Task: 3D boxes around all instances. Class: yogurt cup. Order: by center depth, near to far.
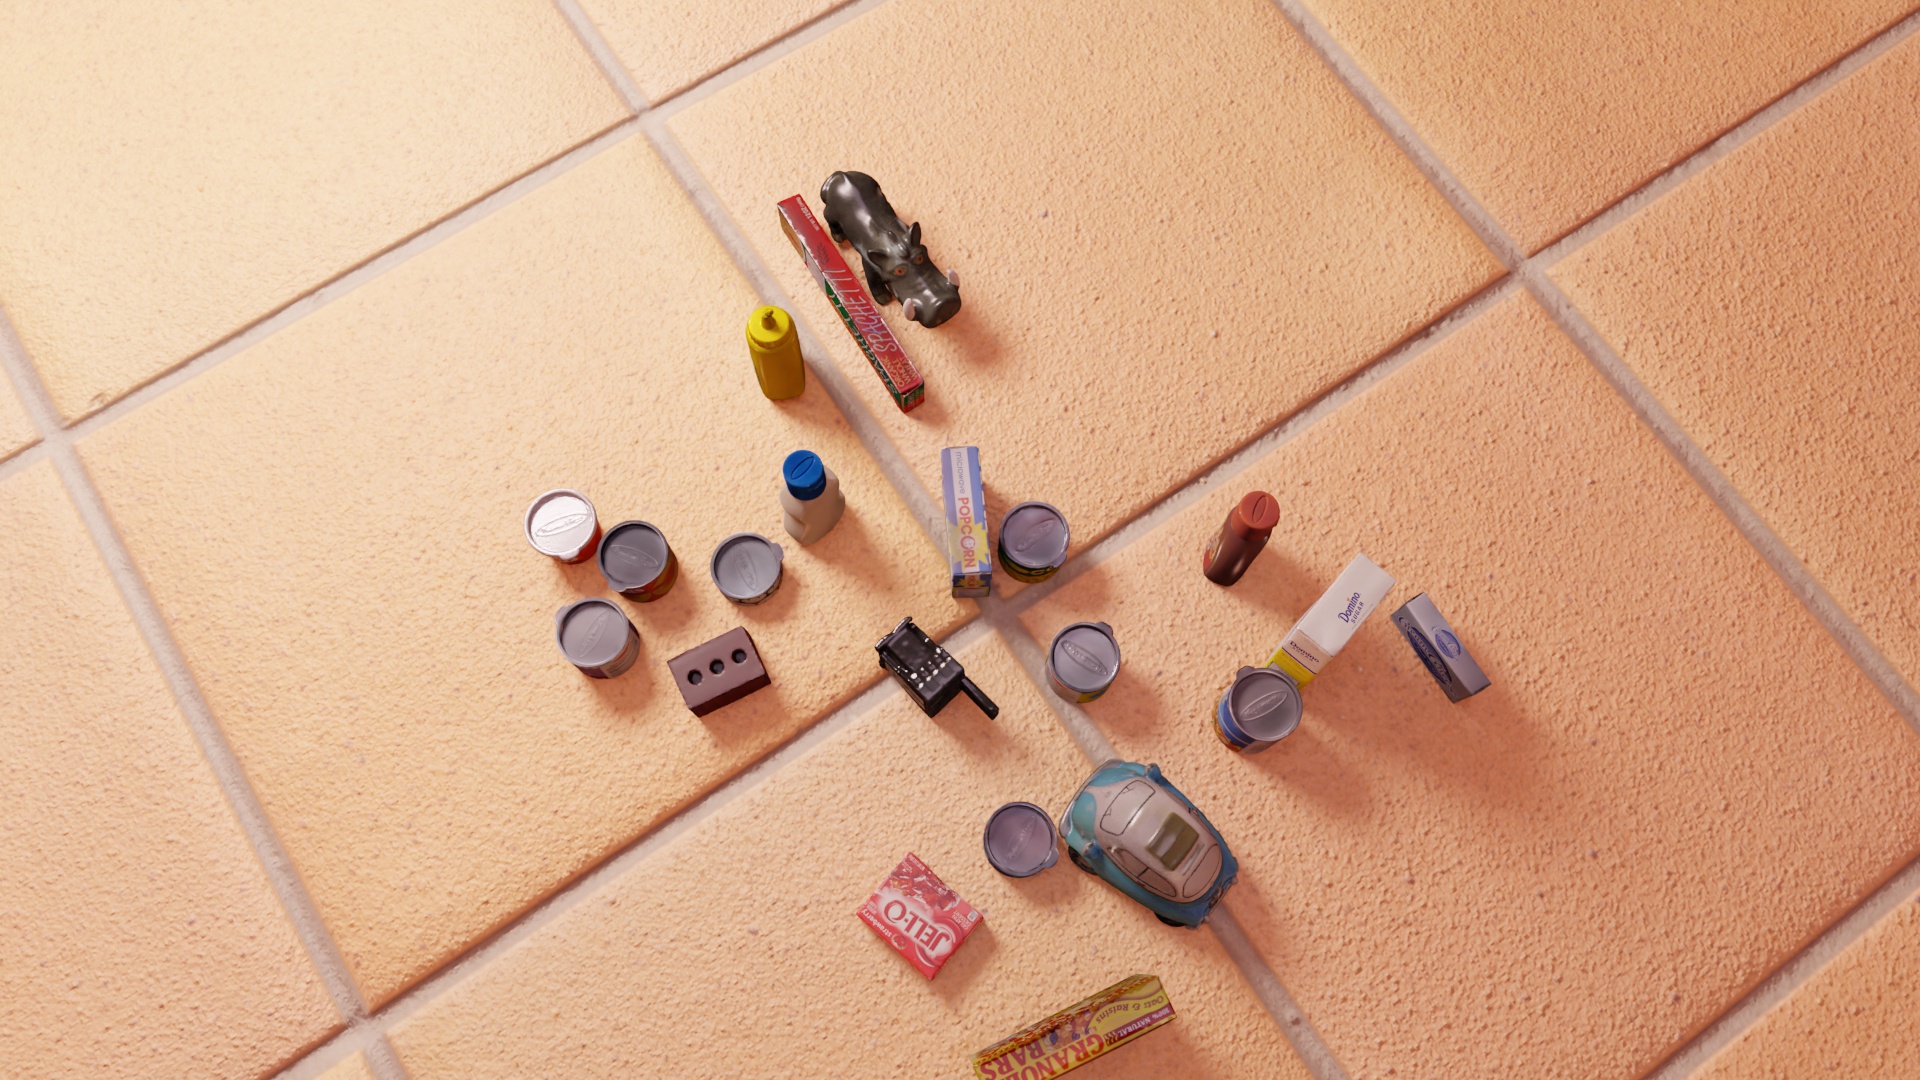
[{"bbox_3d":[-0.374,-0.010,1.318,0.072,0.053,0.072,0,73,-1],"label":"yogurt cup"}]

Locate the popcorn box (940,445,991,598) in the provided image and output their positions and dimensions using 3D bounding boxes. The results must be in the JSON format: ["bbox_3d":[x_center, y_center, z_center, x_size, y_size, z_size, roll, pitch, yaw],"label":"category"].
[{"bbox_3d":[0.005,-0.016,1.312,0.038,0.085,0.127,-5,73,-3],"label":"popcorn box"}]

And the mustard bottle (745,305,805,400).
[{"bbox_3d":[-0.178,-0.187,1.323,0.049,0.159,0.065,-12,74,-5],"label":"mustard bottle"}]

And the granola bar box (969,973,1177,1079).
[{"bbox_3d":[0.091,0.415,1.157,0.166,0.124,0.039,-23,75,-8],"label":"granola bar box"}]

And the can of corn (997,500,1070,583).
[{"bbox_3d":[0.070,0.004,1.321,0.071,0.058,0.071,0,73,-1],"label":"can of corn"}]

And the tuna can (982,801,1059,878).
[{"bbox_3d":[0.055,0.271,1.250,0.071,0.032,0.071,0,72,-1],"label":"tuna can"}]

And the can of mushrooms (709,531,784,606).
[{"bbox_3d":[-0.200,0.027,1.321,0.071,0.033,0.071,0,72,-1],"label":"can of mushrooms"}]

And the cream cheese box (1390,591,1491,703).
[{"bbox_3d":[0.448,0.102,1.301,0.024,0.053,0.104,-30,76,-10],"label":"cream cheese box"}]

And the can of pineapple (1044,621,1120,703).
[{"bbox_3d":[0.114,0.113,1.288,0.071,0.057,0.071,0,73,-1],"label":"can of pineapple"}]

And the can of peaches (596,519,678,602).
[{"bbox_3d":[-0.304,0.023,1.307,0.071,0.058,0.071,0,73,-1],"label":"can of peaches"}]

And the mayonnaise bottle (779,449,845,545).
[{"bbox_3d":[-0.139,-0.043,1.285,0.041,0.147,0.065,41,76,10],"label":"mayonnaise bottle"}]

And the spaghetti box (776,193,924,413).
[{"bbox_3d":[-0.110,-0.239,1.399,0.029,0.050,0.250,-31,76,-10],"label":"spaghetti box"}]

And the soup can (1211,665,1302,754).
[{"bbox_3d":[0.267,0.154,1.265,0.071,0.083,0.071,0,73,-1],"label":"soup can"}]

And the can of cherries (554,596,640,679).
[{"bbox_3d":[-0.336,0.089,1.285,0.071,0.058,0.071,0,73,-1],"label":"can of cherries"}]

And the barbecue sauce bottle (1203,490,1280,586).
[{"bbox_3d":[0.261,-0.005,1.281,0.044,0.148,0.065,23,74,6],"label":"barbecue sauce bottle"}]
